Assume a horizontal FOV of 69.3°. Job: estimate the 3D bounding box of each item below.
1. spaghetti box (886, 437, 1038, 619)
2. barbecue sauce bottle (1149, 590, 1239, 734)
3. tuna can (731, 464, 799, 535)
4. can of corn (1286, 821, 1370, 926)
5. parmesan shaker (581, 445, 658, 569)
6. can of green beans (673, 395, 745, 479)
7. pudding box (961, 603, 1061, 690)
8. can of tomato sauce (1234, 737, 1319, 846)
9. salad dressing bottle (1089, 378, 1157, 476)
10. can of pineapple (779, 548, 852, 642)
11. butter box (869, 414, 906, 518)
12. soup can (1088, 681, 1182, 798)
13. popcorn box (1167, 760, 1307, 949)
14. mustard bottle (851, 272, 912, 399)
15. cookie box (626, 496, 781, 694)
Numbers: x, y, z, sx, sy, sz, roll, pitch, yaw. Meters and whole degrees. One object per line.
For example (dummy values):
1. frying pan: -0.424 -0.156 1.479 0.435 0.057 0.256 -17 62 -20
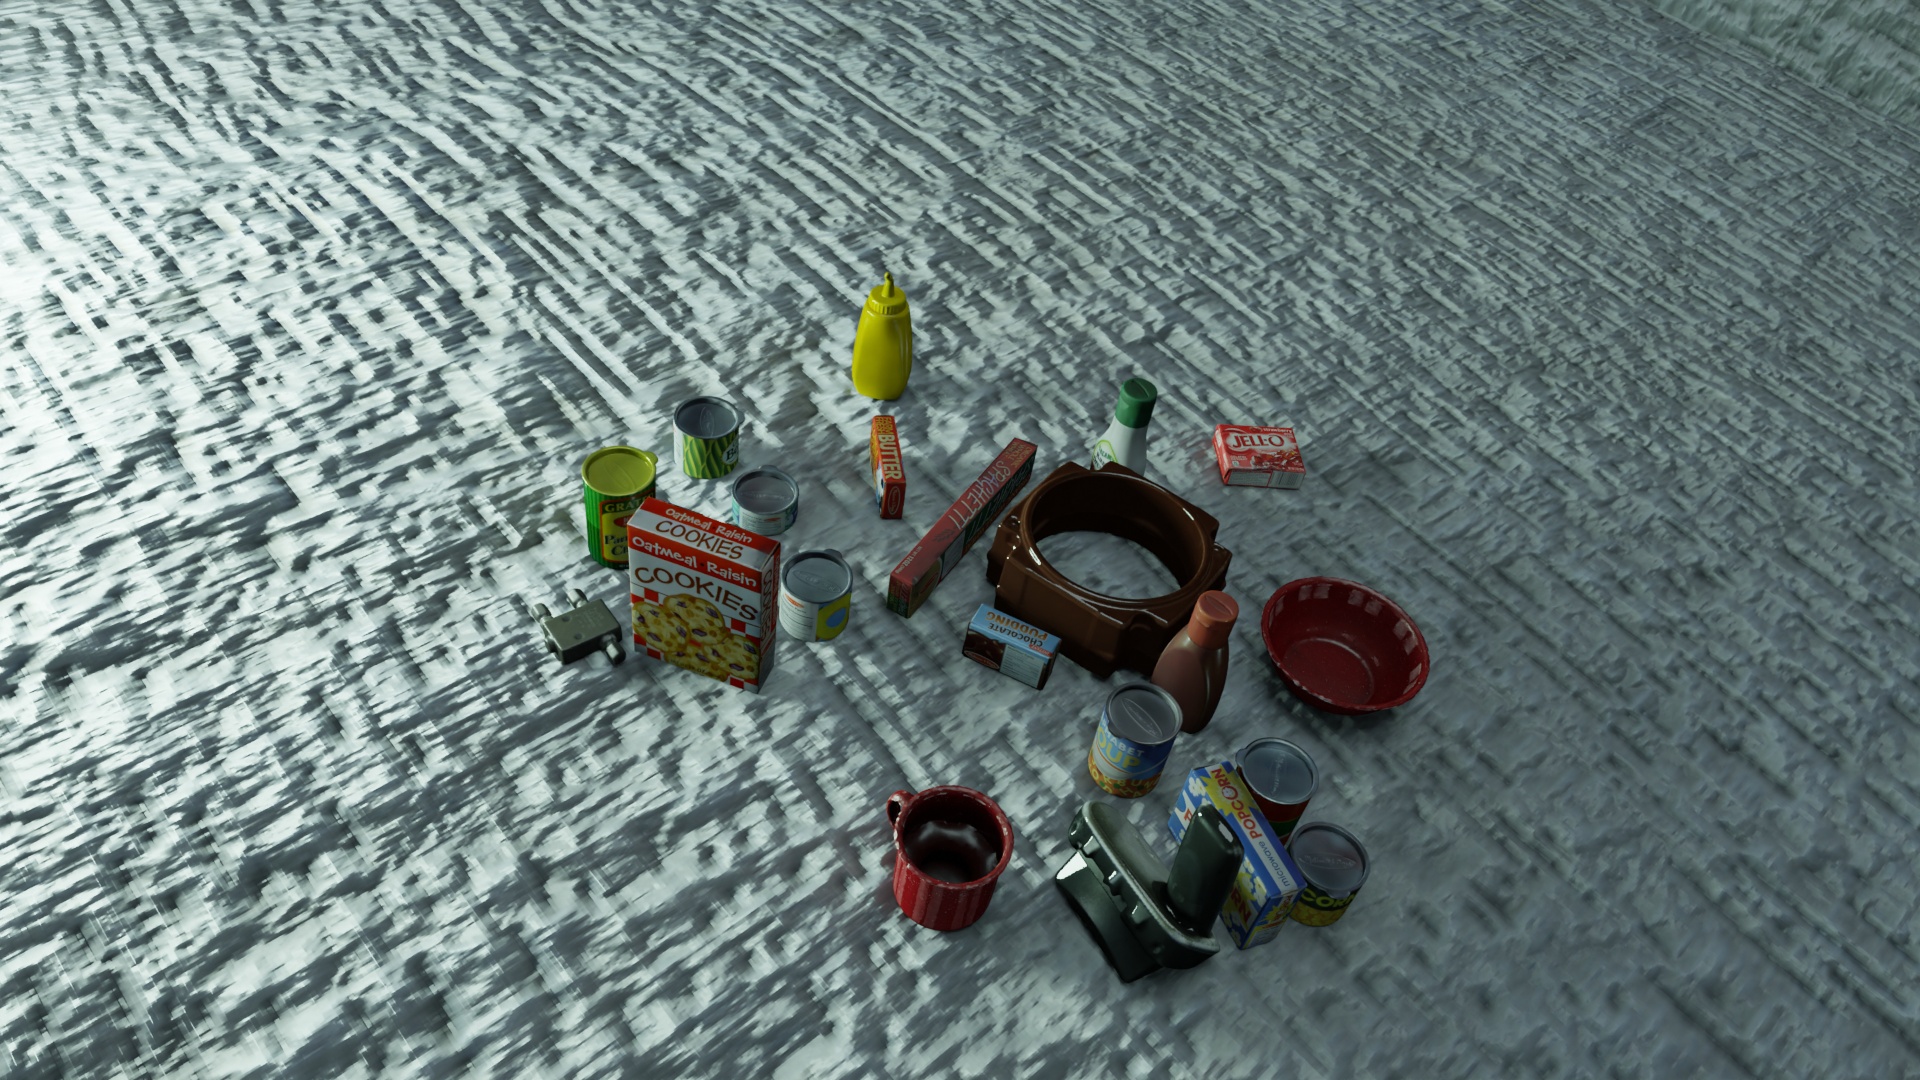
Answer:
1. spaghetti box: 0.005 -0.017 1.384 0.029 0.049 0.251 27 48 16
2. barbecue sauce bottle: 0.210 0.106 1.233 0.065 0.147 0.044 38 51 25
3. tuna can: -0.194 -0.040 1.382 0.071 0.032 0.071 5 46 -5
4. can of corn: 0.296 0.278 1.145 0.071 0.058 0.071 5 46 -5
5. parmesan shaker: -0.315 -0.030 1.301 0.071 0.102 0.072 5 46 -5
6. can of green beans: -0.259 -0.105 1.416 0.071 0.057 0.071 5 46 -5
7. pudding box: 0.047 0.098 1.280 0.084 0.049 0.030 23 47 12
8. can of tomato sauce: 0.257 0.218 1.178 0.071 0.082 0.071 5 46 -5
9. salad dressing bottle: 0.169 -0.100 1.427 0.044 0.146 0.064 -15 51 -23
10. can of pineapple: -0.133 0.051 1.287 0.071 0.057 0.071 5 46 -5
11. butter box: -0.075 -0.076 1.425 0.024 0.052 0.104 -1 46 -12
12. soup can: 0.148 0.174 1.201 0.071 0.083 0.072 5 46 -5
13. popcorn box: 0.223 0.256 1.134 0.038 0.084 0.127 -12 49 -21
14. mustard bottle: -0.081 -0.224 1.493 0.065 0.159 0.049 9 45 -2
15. cookie box: -0.221 0.049 1.197 0.123 0.166 0.040 19 46 8
